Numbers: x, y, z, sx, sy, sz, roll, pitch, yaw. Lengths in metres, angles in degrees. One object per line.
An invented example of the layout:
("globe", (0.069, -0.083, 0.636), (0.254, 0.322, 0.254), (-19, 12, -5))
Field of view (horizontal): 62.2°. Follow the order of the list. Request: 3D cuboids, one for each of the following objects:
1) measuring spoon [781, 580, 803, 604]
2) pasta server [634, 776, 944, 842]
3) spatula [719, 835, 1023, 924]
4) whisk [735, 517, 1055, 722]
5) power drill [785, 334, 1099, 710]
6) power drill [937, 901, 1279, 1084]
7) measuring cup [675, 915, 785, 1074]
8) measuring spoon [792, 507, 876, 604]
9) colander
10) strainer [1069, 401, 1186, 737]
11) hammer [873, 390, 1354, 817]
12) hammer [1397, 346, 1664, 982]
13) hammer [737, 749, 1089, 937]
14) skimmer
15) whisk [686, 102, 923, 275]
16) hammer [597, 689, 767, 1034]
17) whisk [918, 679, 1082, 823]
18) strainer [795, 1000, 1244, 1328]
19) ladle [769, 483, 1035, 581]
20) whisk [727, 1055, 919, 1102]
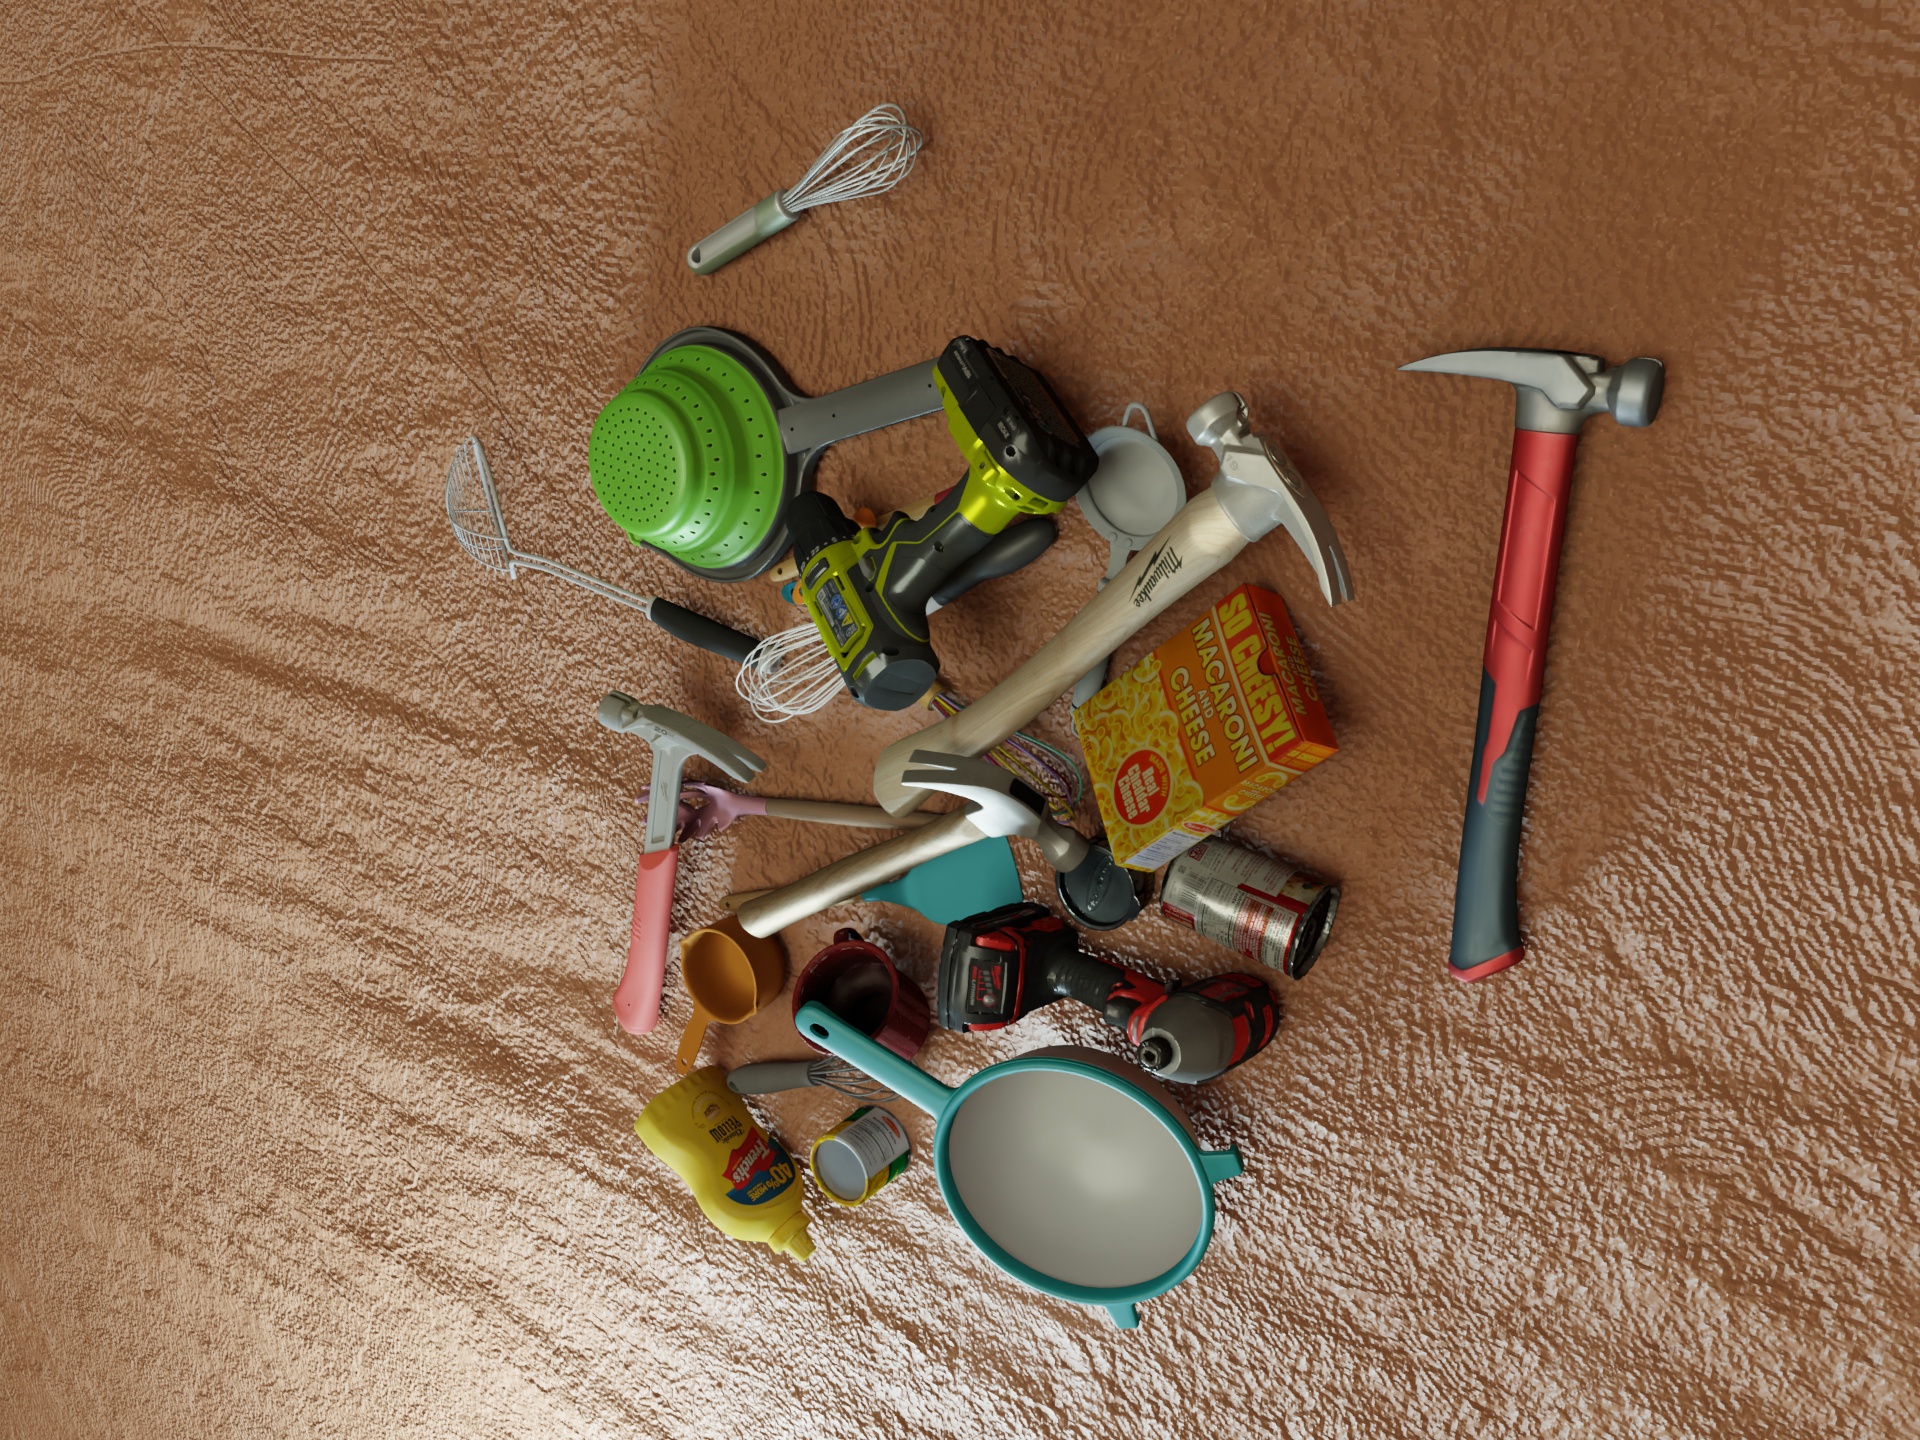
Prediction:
("measuring spoon", (-0.093, -0.104, 1.241), (0.129, 0.021, 0.042), (1, 110, 45))
("pasta server", (-0.140, 0.077, 1.314), (0.316, 0.040, 0.060), (3, 119, 34))
("spatula", (-0.087, 0.141, 1.306), (0.317, 0.044, 0.082), (-9, 98, 42))
("whisk", (-0.049, -0.076, 1.172), (0.284, 0.070, 0.070), (-27, 88, 24))
("power drill", (-0.028, -0.145, 1.086), (0.228, 0.080, 0.191), (-47, 51, 25))
("power drill", (0.097, 0.196, 1.115), (0.220, 0.143, 0.078), (11, 101, 35))
("measuring cup", (-0.210, 0.246, 1.408), (0.095, 0.052, 0.173), (39, 125, 20))
("measuring spoon", (-0.100, -0.123, 1.213), (0.021, 0.011, 0.117), (55, 131, 8))
("colander", (-0.157, -0.214, 1.197), (0.397, 0.094, 0.204), (-9, 97, 36))
("strainer", (0.105, -0.099, 1.084), (0.087, 0.050, 0.258), (28, 124, 26))
("hammer", (0.077, -0.035, 1.066), (0.410, 0.038, 0.146), (-40, 75, 39))
("hammer", (0.316, -0.026, 0.956), (0.143, 0.038, 0.386), (14, 112, 33))
("hammer", (-0.063, 0.107, 1.202), (0.130, 0.031, 0.331), (42, 135, -22))
("skimmer", (-0.296, -0.136, 1.359), (0.363, 0.090, 0.127), (23, 142, 16))
("whisk", (-0.121, -0.378, 1.154), (0.246, 0.059, 0.058), (-15, 83, 42))
("hammer", (-0.258, 0.145, 1.386), (0.149, 0.037, 0.358), (25, 127, 16))
("whisk", (-0.002, -0.005, 1.187), (0.245, 0.047, 0.051), (40, 110, 24))
("strainer", (0.038, 0.288, 1.190), (0.340, 0.095, 0.211), (30, 120, 10))
("ladle", (-0.034, -0.151, 1.175), (0.315, 0.031, 0.069), (-17, 83, 40))
("whisk", (-0.123, 0.306, 1.371), (0.239, 0.055, 0.055), (-16, 95, 42))
